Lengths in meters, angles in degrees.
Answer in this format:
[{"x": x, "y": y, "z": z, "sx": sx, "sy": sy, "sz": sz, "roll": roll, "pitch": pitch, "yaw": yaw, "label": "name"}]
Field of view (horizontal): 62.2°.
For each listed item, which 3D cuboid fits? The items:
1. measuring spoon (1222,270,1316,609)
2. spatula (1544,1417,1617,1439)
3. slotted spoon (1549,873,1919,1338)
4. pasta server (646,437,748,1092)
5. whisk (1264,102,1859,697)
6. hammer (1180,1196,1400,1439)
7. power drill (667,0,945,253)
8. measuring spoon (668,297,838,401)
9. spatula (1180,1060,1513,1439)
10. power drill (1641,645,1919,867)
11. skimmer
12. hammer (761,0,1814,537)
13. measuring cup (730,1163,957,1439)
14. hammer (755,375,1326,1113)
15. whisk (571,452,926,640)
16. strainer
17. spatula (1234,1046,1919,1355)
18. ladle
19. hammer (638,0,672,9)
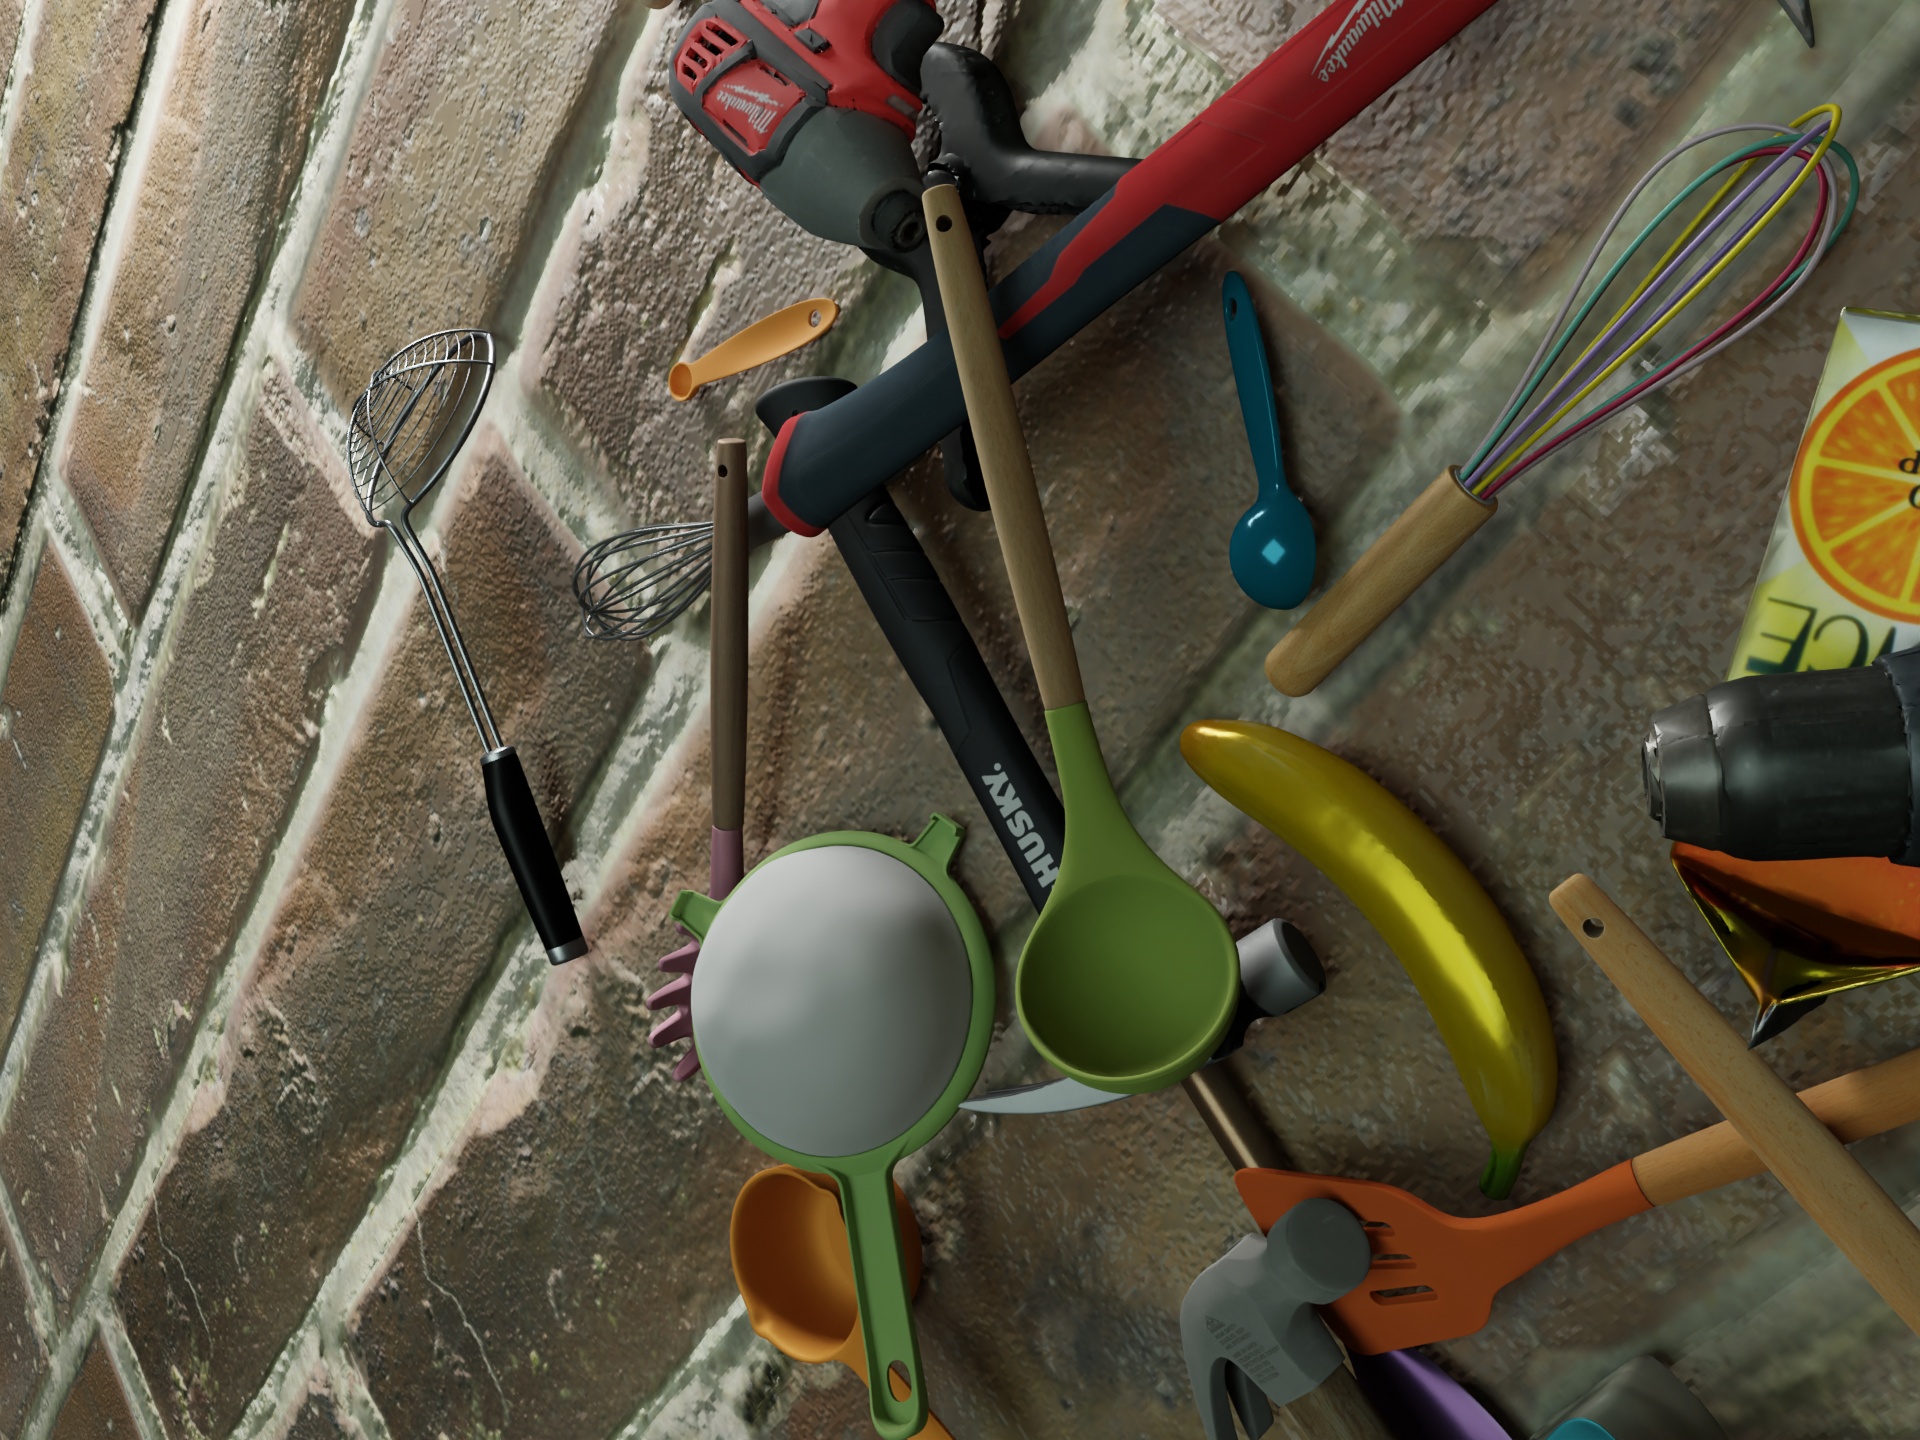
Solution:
[{"x": 0.102, "y": -0.102, "z": 0.577, "sx": 0.042, "sy": 0.021, "sz": 0.129, "roll": 148, "pitch": 115, "yaw": -70, "label": "measuring spoon"}, {"x": 0.137, "y": 0.314, "z": 0.529, "sx": 0.082, "sy": 0.044, "sz": 0.317, "roll": 49, "pitch": 145, "yaw": 18, "label": "spatula"}, {"x": 0.267, "y": 0.167, "z": 0.420, "sx": 0.070, "sy": 0.031, "sz": 0.314, "roll": -45, "pitch": 74, "yaw": 25, "label": "slotted spoon"}, {"x": -0.114, "y": 0.026, "z": 0.752, "sx": 0.060, "sy": 0.040, "sz": 0.316, "roll": 12, "pitch": 110, "yaw": 24, "label": "pasta server"}, {"x": 0.181, "y": -0.091, "z": 0.509, "sx": 0.245, "sy": 0.051, "sz": 0.047, "roll": -51, "pitch": 36, "yaw": 37, "label": "whisk"}, {"x": 0.189, "y": 0.315, "z": 0.514, "sx": 0.331, "sy": 0.031, "sz": 0.130, "roll": 51, "pitch": 145, "yaw": 19, "label": "hammer"}, {"x": -0.011, "y": -0.289, "z": 0.603, "sx": 0.219, "sy": 0.078, "sz": 0.143, "roll": -51, "pitch": 60, "yaw": 18, "label": "power drill"}, {"x": -0.099, "y": -0.178, "z": 0.767, "sx": 0.117, "sy": 0.011, "sz": 0.021, "roll": -14, "pitch": 84, "yaw": 38, "label": "measuring spoon"}, {"x": 0.126, "y": 0.186, "z": 0.588, "sx": 0.316, "sy": 0.018, "sz": 0.059, "roll": 58, "pitch": 133, "yaw": 21, "label": "spatula"}, {"x": 0.259, "y": 0.084, "z": 0.351, "sx": 0.188, "sy": 0.080, "sz": 0.226, "roll": -5, "pitch": 95, "yaw": 19, "label": "power drill"}, {"x": -0.261, "y": -0.044, "z": 0.907, "sx": 0.127, "sy": 0.090, "sz": 0.363, "roll": -20, "pitch": 91, "yaw": 40, "label": "skimmer"}, {"x": 0.079, "y": -0.167, "z": 0.549, "sx": 0.386, "sy": 0.038, "sz": 0.143, "roll": -34, "pitch": 72, "yaw": 28, "label": "hammer"}, {"x": -0.032, "y": 0.269, "z": 0.715, "sx": 0.174, "sy": 0.052, "sz": 0.095, "roll": 43, "pitch": 119, "yaw": 29, "label": "measuring cup"}, {"x": -0.001, "y": -0.002, "z": 0.641, "sx": 0.146, "sy": 0.035, "sz": 0.335, "roll": -37, "pitch": 71, "yaw": 23, "label": "hammer"}, {"x": -0.106, "y": -0.091, "z": 0.758, "sx": 0.239, "sy": 0.055, "sz": 0.055, "roll": -20, "pitch": 80, "yaw": 36, "label": "whisk"}, {"x": -0.056, "y": 0.167, "z": 0.665, "sx": 0.151, "sy": 0.069, "sz": 0.256, "roll": -18, "pitch": 70, "yaw": 20, "label": "strainer"}, {"x": 0.227, "y": 0.124, "z": 0.474, "sx": 0.322, "sy": 0.041, "sz": 0.081, "roll": -33, "pitch": 93, "yaw": 29, "label": "spatula"}, {"x": 0.029, "y": -0.030, "z": 0.547, "sx": 0.078, "sy": 0.062, "sz": 0.320, "roll": -14, "pitch": 90, "yaw": 10, "label": "ladle"}, {"x": -0.019, "y": -0.442, "z": 0.656, "sx": 0.410, "sy": 0.038, "sz": 0.146, "roll": -33, "pitch": 73, "yaw": 39, "label": "hammer"}]
